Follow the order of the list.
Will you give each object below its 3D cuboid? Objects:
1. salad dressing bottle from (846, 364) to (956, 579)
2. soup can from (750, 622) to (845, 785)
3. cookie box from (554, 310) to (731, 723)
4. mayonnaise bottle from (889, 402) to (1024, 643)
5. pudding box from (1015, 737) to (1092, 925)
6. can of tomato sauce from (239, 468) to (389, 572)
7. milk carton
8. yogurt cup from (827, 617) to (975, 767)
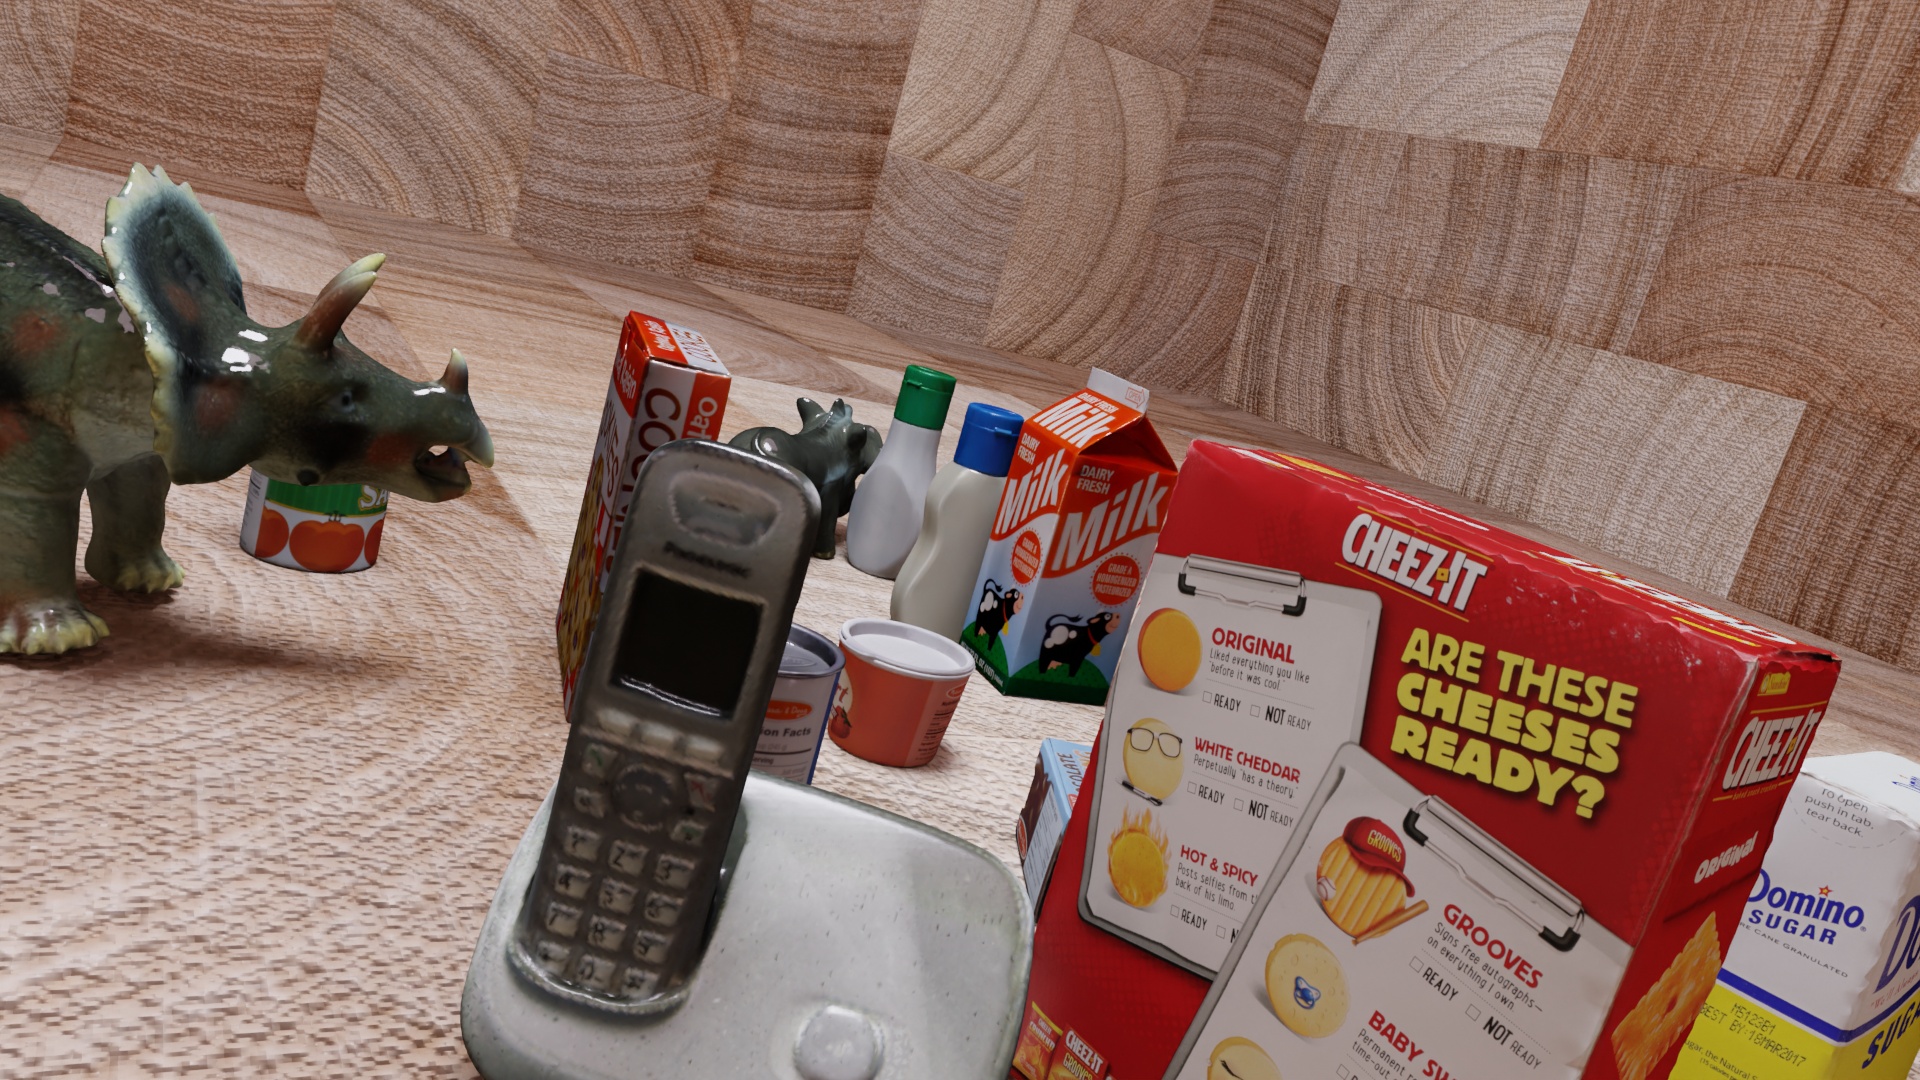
[{"bbox_3d":[-0.039,-0.048,0.976,0.064,0.147,0.044,23,14,30],"label":"salad dressing bottle"},{"bbox_3d":[-0.087,0.075,0.536,0.071,0.083,0.071,15,12,-3],"label":"soup can"},{"bbox_3d":[-0.153,-0.014,0.649,0.040,0.167,0.123,11,13,-21],"label":"cookie box"},{"bbox_3d":[0.003,-0.011,0.867,0.065,0.147,0.041,11,13,-23],"label":"mayonnaise bottle"},{"bbox_3d":[0.046,0.121,0.579,0.030,0.049,0.084,14,13,-7],"label":"pudding box"},{"bbox_3d":[-0.324,-0.033,0.710,0.071,0.083,0.071,15,12,-3],"label":"can of tomato sauce"},{"bbox_3d":[0.067,-0.005,0.824,0.073,0.190,0.072,10,14,-27],"label":"milk carton"},{"bbox_3d":[-0.032,0.074,0.675,0.072,0.053,0.072,15,13,-3],"label":"yogurt cup"}]
